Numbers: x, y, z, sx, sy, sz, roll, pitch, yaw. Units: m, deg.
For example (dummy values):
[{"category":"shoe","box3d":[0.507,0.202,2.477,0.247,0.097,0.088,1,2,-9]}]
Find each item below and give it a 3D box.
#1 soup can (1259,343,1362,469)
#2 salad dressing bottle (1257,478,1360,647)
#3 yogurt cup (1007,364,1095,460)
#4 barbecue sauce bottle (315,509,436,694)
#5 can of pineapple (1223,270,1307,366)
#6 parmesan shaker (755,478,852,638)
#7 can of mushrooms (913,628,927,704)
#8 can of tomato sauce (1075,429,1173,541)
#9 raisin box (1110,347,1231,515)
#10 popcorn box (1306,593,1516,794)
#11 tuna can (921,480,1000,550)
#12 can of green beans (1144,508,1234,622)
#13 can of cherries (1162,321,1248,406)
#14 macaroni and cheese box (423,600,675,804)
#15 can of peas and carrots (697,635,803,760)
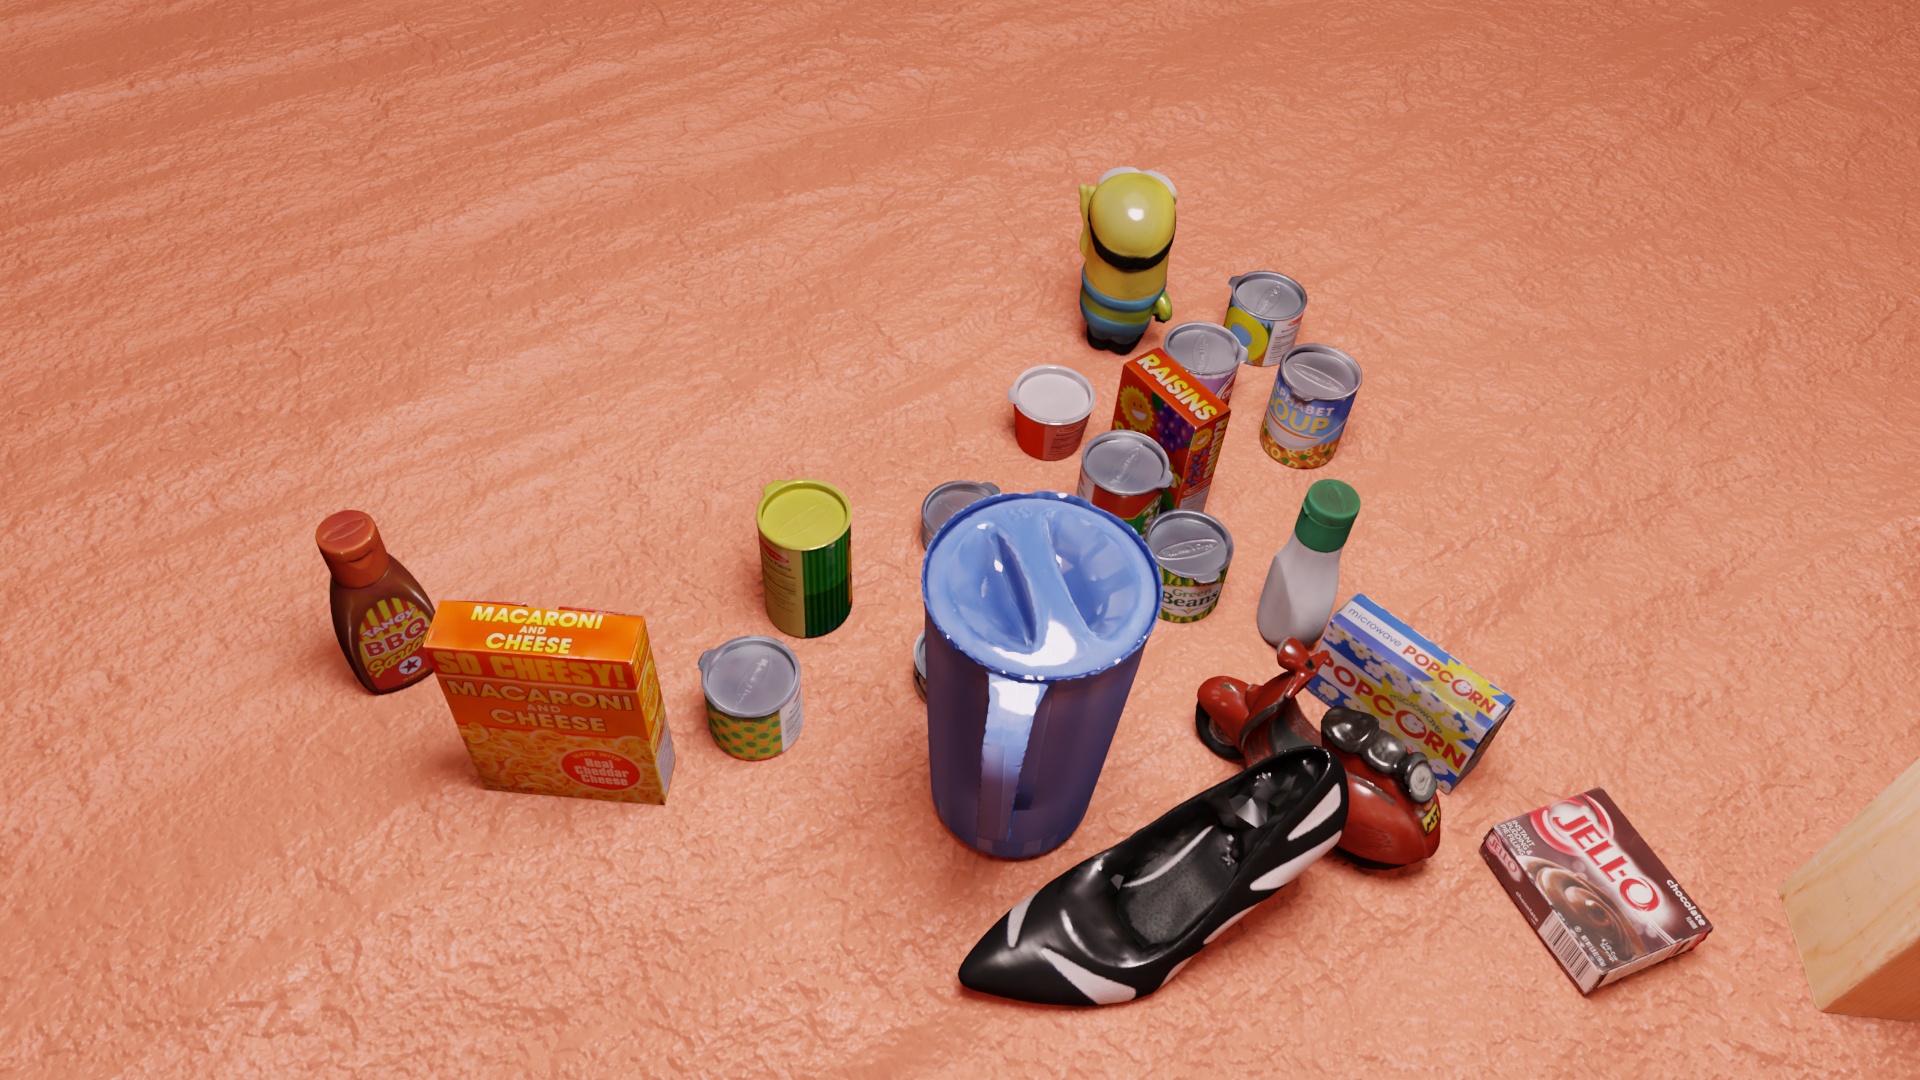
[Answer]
[{"category":"soup can","box3d":[0.285,-0.108,1.141,0.071,0.083,0.072,2,50,-2]},{"category":"salad dressing bottle","box3d":[0.248,0.018,0.989,0.044,0.146,0.064,-4,50,-7]},{"category":"yogurt cup","box3d":[0.075,-0.103,1.142,0.072,0.053,0.073,2,50,-2]},{"category":"barbecue sauce bottle","box3d":[-0.391,0.040,0.929,0.065,0.147,0.044,-31,58,-26]},{"category":"can of pineapple","box3d":[0.267,-0.198,1.233,0.071,0.057,0.071,2,50,-2]},{"category":"parmesan shaker","box3d":[-0.112,0.012,1.001,0.071,0.102,0.072,2,50,-2]},{"category":"can of mushrooms","box3d":[-0.001,0.088,0.989,0.071,0.033,0.071,2,50,-2]},{"category":"can of tomato sauce","box3d":[0.123,-0.032,1.066,0.071,0.082,0.071,2,50,-2]},{"category":"raisin box","box3d":[0.159,-0.076,1.080,0.040,0.122,0.086,-27,56,-23]},{"category":"popcorn box","box3d":[0.306,0.105,0.960,0.127,0.084,0.038,38,58,26]},{"category":"tuna can","box3d":[0.004,-0.013,1.076,0.071,0.032,0.071,2,50,-2]},{"category":"can of green beans","box3d":[0.167,0.020,1.042,0.071,0.057,0.071,2,50,-2]},{"category":"can of cherries","box3d":[0.204,-0.142,1.181,0.071,0.058,0.072,2,50,-2]},{"category":"macaroni and cheese box","box3d":[-0.252,0.104,0.872,0.124,0.165,0.040,4,50,0]},{"category":"can of peas and carrots","box3d":[-0.143,0.107,0.947,0.071,0.058,0.071,2,50,-2]}]
